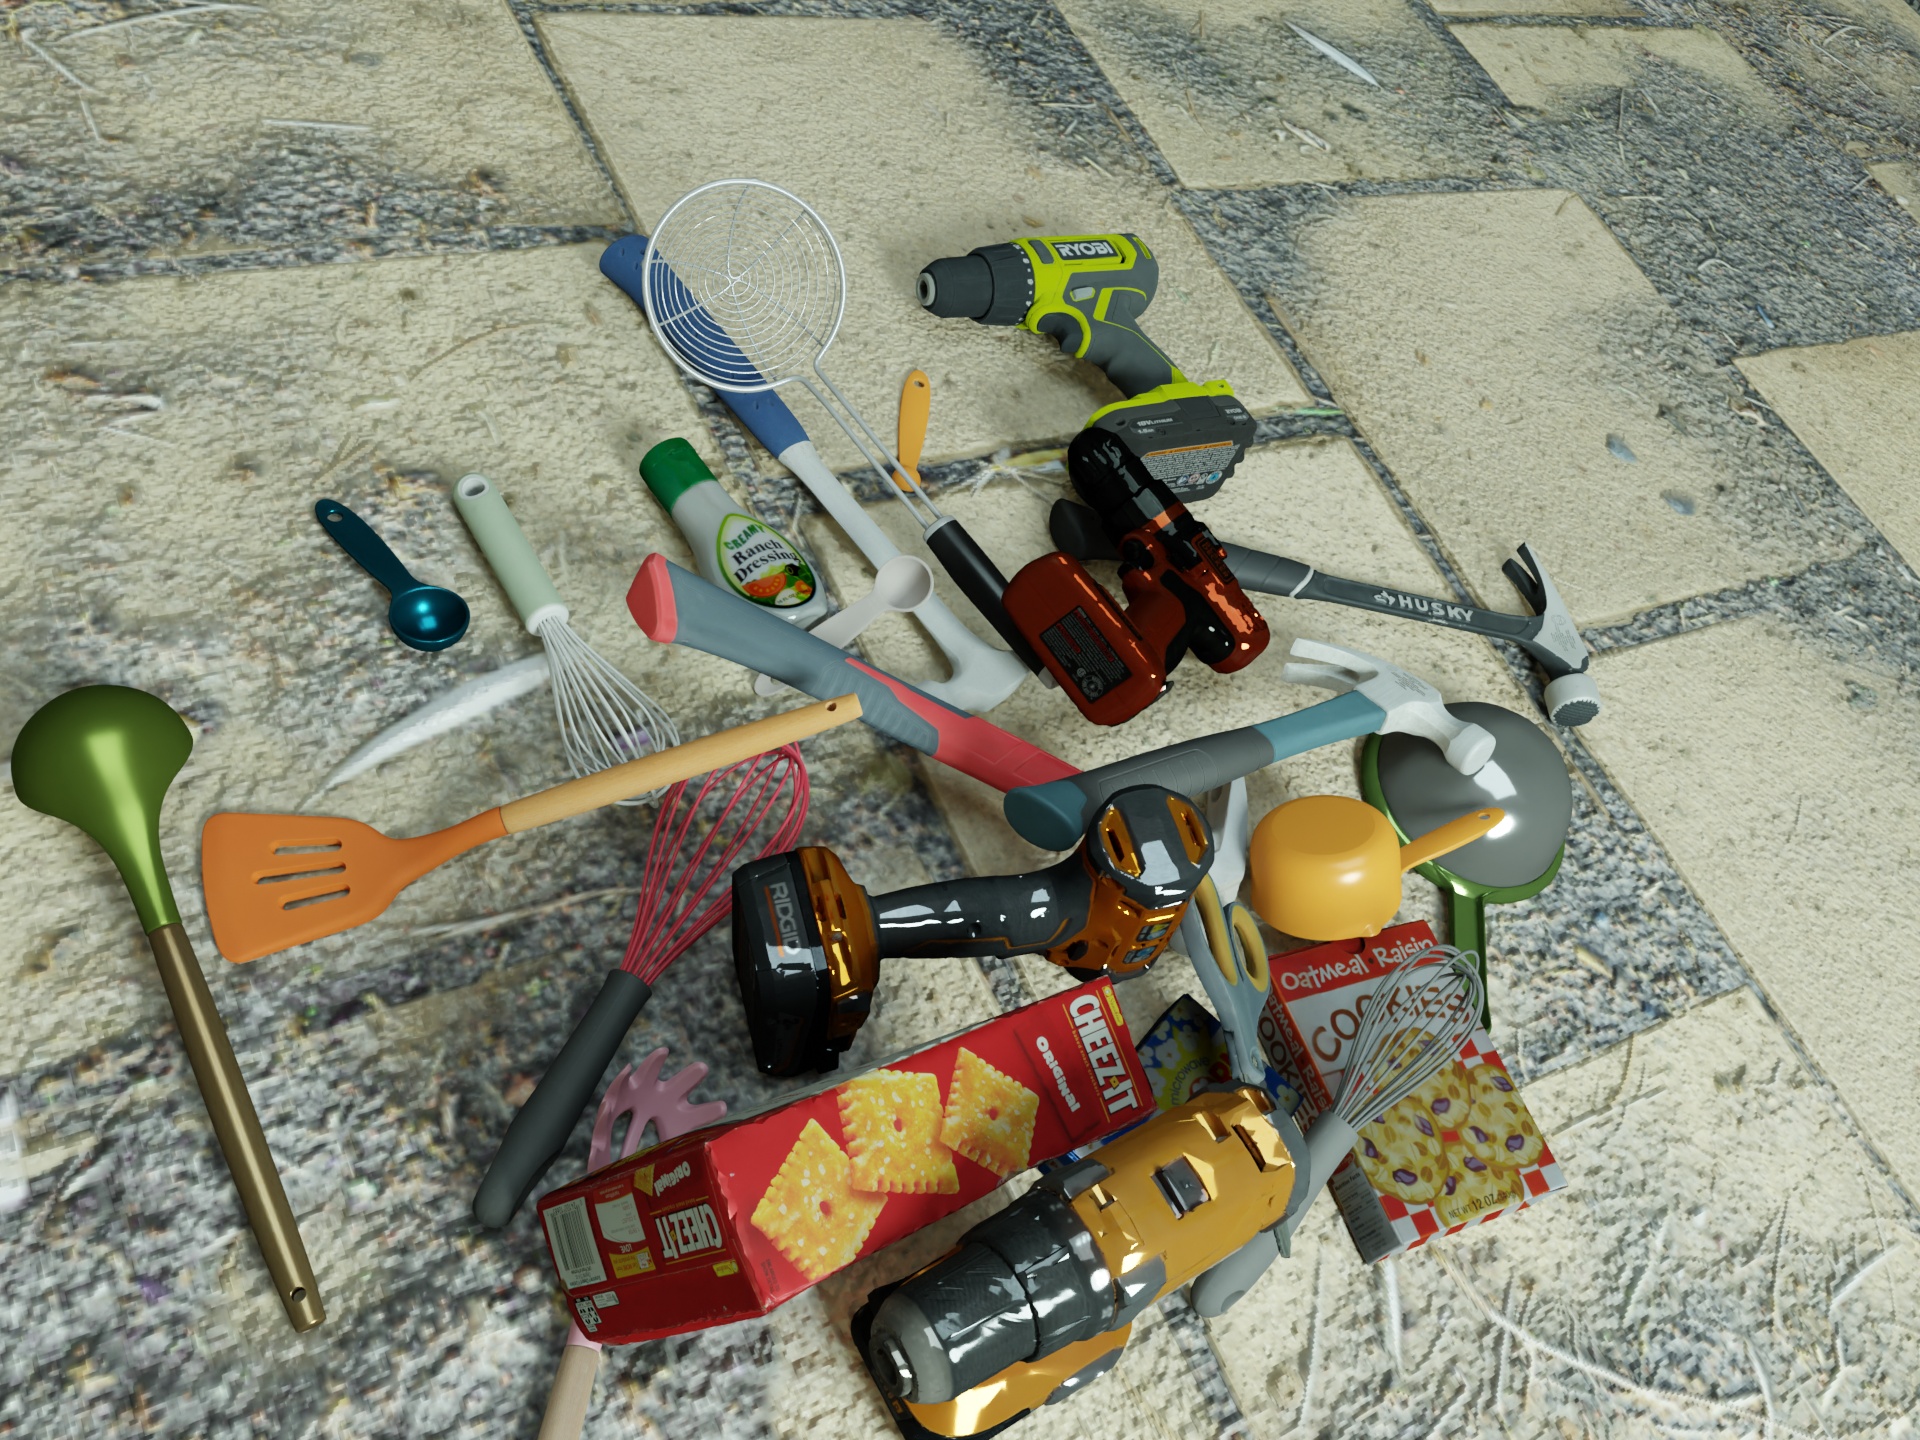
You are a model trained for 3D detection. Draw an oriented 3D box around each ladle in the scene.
[{"bbox_3d":[-0.346,0.121,0.713,0.078,0.062,0.320,-21,73,-24],"label":"ladle"}]

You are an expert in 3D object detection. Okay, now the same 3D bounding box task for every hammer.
[{"bbox_3d":[0.256,-0.098,1.114,0.408,0.036,0.149,11,52,-15],"label":"hammer"},{"bbox_3d":[-0.001,-0.003,0.894,0.386,0.038,0.143,27,49,-17],"label":"hammer"},{"bbox_3d":[-0.095,-0.165,1.016,0.144,0.035,0.406,-29,71,-35],"label":"hammer"},{"bbox_3d":[0.164,0.018,0.924,0.331,0.033,0.128,-15,44,-36],"label":"hammer"}]

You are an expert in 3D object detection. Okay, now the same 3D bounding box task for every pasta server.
[{"bbox_3d":[-0.162,0.290,0.664,0.060,0.040,0.316,29,49,-24],"label":"pasta server"}]

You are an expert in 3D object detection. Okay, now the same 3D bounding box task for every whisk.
[{"bbox_3d":[-0.223,-0.049,0.876,0.058,0.059,0.247,-27,64,-17],"label":"whisk"},{"bbox_3d":[0.196,0.209,0.821,0.055,0.055,0.239,40,75,8],"label":"whisk"},{"bbox_3d":[-0.153,0.113,0.782,0.073,0.073,0.296,29,56,-1],"label":"whisk"}]

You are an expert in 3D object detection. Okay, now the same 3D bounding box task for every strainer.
[{"bbox_3d":[0.331,0.078,0.997,0.151,0.069,0.257,21,50,-8],"label":"strainer"}]

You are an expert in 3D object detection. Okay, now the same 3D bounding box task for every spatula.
[{"bbox_3d":[-0.204,0.038,0.785,0.322,0.041,0.081,-18,63,-6],"label":"spatula"}]

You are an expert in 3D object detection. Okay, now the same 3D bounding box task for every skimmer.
[{"bbox_3d":[-0.053,-0.168,0.954,0.127,0.090,0.363,-38,76,-3],"label":"skimmer"}]

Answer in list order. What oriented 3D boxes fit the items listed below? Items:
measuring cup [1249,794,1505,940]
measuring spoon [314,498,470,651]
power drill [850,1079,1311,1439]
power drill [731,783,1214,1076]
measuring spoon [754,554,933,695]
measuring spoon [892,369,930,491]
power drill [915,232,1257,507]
[{"bbox_3d":[0.251,0.067,0.941,0.173,0.052,0.095,-21,31,-15],"label":"measuring cup"},{"bbox_3d":[-0.318,-0.079,0.879,0.129,0.021,0.042,42,51,21],"label":"measuring spoon"},{"bbox_3d":[0.024,0.239,0.654,0.185,0.226,0.084,-19,66,-32],"label":"power drill"},{"bbox_3d":[0.003,0.110,0.800,0.226,0.164,0.084,-10,61,-14],"label":"power drill"},{"bbox_3d":[-0.068,-0.052,0.928,0.124,0.018,0.034,-36,74,-1],"label":"measuring spoon"},{"bbox_3d":[-0.032,-0.201,1.082,0.021,0.011,0.117,14,52,-13],"label":"measuring spoon"},{"bbox_3d":[0.089,-0.258,1.134,0.190,0.080,0.229,-12,60,-29],"label":"power drill"}]
